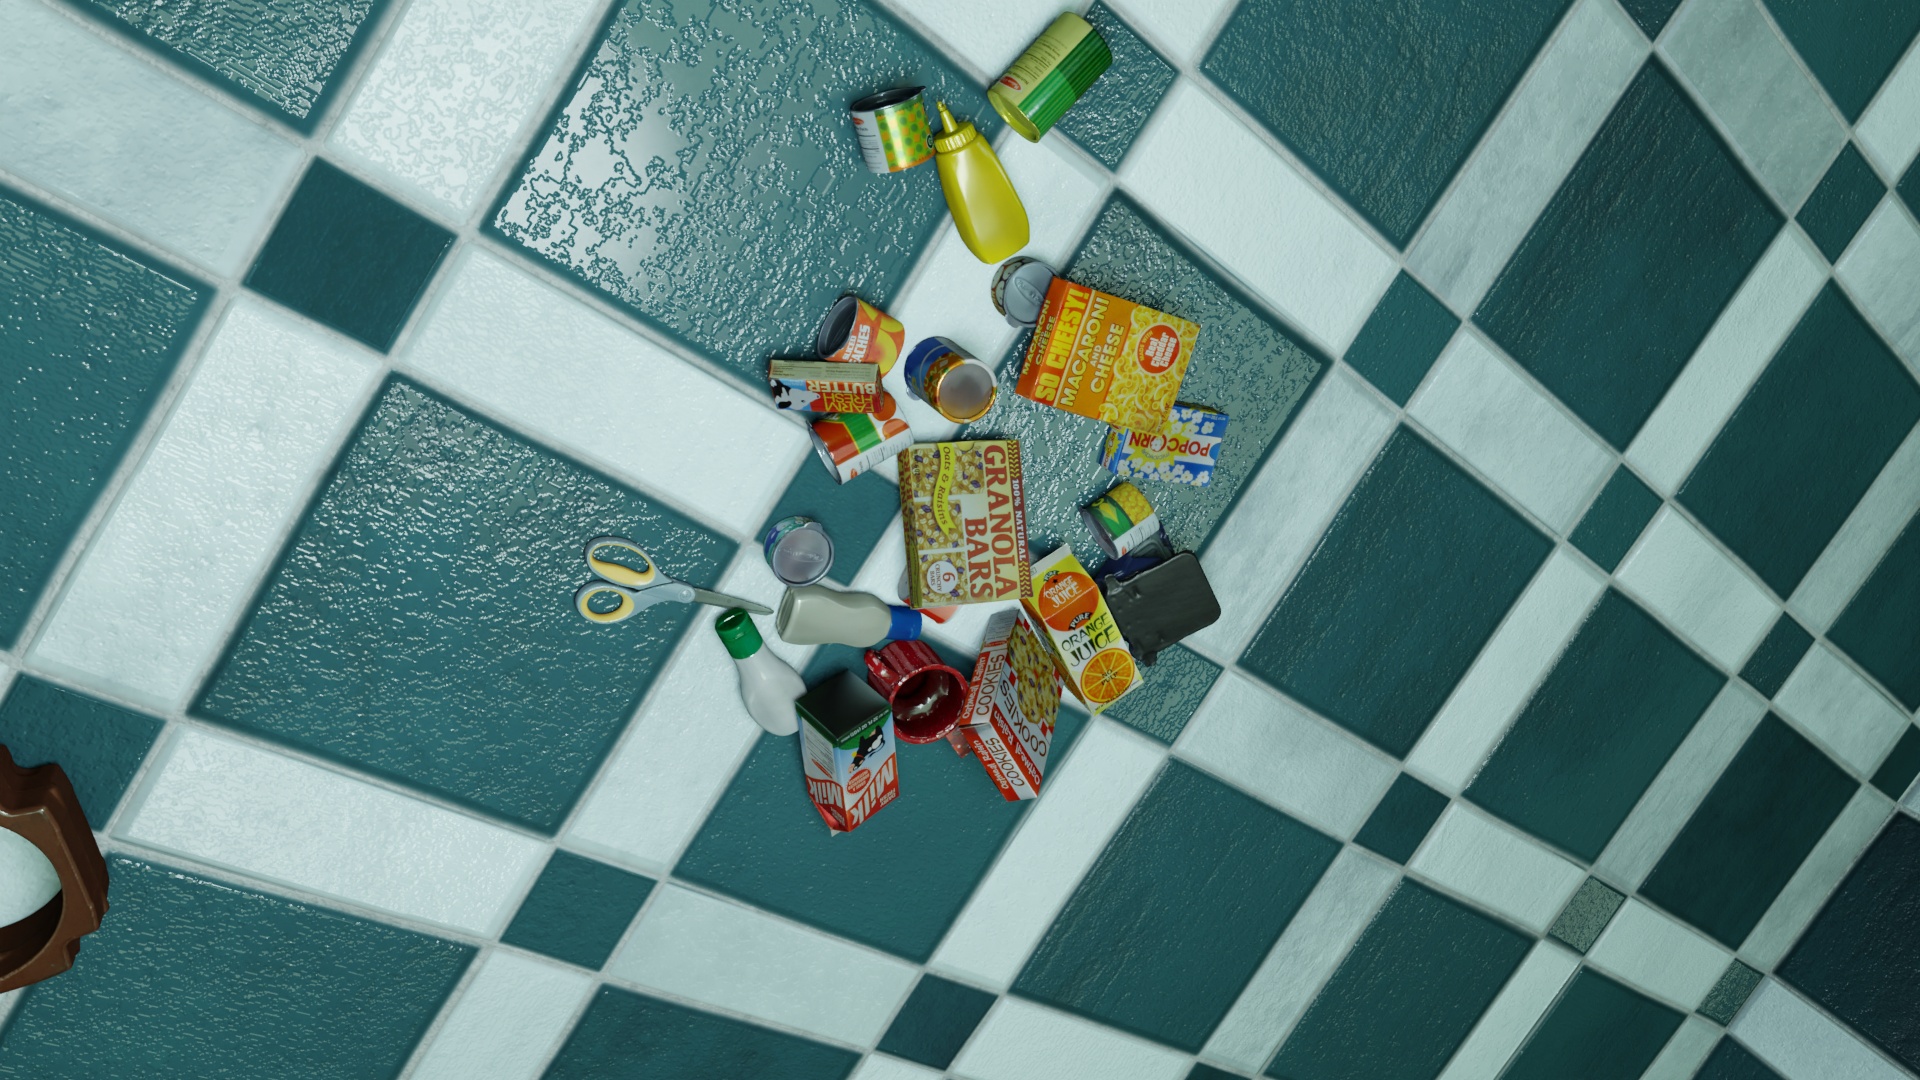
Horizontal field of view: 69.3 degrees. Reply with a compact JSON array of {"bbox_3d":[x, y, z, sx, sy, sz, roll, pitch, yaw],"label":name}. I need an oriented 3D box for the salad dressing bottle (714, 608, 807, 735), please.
[{"bbox_3d":[-0.202,0.133,1.408,0.064,0.044,0.147,-29,125,-9],"label":"salad dressing bottle"}]

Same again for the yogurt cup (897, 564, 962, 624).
[{"bbox_3d":[-0.029,0.047,1.447,0.054,0.072,0.072,26,99,-23],"label":"yogurt cup"}]

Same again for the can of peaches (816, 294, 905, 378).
[{"bbox_3d":[-0.093,-0.189,1.311,0.058,0.071,0.071,25,99,-32],"label":"can of peaches"}]

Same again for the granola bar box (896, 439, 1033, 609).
[{"bbox_3d":[0.005,-0.018,1.409,0.124,0.039,0.165,-4,87,-23],"label":"granola bar box"}]

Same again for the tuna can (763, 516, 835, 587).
[{"bbox_3d":[-0.161,0.009,1.386,0.071,0.033,0.070,-10,115,-21],"label":"tuna can"}]

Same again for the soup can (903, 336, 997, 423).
[{"bbox_3d":[-0.012,-0.154,1.356,0.071,0.084,0.071,-10,116,-21],"label":"soup can"}]

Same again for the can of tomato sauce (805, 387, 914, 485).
[{"bbox_3d":[-0.098,-0.104,1.349,0.083,0.071,0.071,-30,121,-11],"label":"can of tomato sauce"}]

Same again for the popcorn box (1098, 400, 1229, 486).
[{"bbox_3d":[0.221,-0.109,1.511,0.127,0.038,0.085,6,107,-27],"label":"popcorn box"}]

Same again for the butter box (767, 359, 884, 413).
[{"bbox_3d":[-0.125,-0.144,1.304,0.103,0.024,0.053,3,151,3],"label":"butter box"}]

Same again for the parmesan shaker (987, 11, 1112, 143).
[{"bbox_3d":[0.086,-0.429,1.291,0.103,0.071,0.071,-46,122,-1],"label":"parmesan shaker"}]

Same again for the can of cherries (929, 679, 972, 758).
[{"bbox_3d":[0.006,0.198,1.525,0.058,0.071,0.071,-36,122,-6],"label":"can of cherries"}]

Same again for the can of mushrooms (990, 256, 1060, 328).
[{"bbox_3d":[0.064,-0.246,1.382,0.071,0.033,0.070,-10,116,-22],"label":"can of mushrooms"}]

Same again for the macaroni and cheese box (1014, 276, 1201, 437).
[{"bbox_3d":[0.149,-0.183,1.402,0.166,0.040,0.123,12,102,-29],"label":"macaroni and cheese box"}]

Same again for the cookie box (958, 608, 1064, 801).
[{"bbox_3d":[0.056,0.176,1.491,0.040,0.168,0.122,-13,126,27],"label":"cookie box"}]

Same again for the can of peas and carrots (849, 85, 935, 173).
[{"bbox_3d":[-0.058,-0.371,1.252,0.071,0.071,0.058,-24,120,-14],"label":"can of peas and carrots"}]

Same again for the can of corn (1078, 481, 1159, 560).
[{"bbox_3d":[0.172,-0.024,1.510,0.058,0.071,0.071,-35,122,-9],"label":"can of corn"}]

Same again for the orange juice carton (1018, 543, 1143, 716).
[{"bbox_3d":[0.125,0.093,1.532,0.072,0.073,0.192,-33,121,-8],"label":"orange juice carton"}]

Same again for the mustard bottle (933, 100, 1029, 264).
[{"bbox_3d":[0.012,-0.341,1.308,0.065,0.049,0.159,-32,120,-10],"label":"mustard bottle"}]

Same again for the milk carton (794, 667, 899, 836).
[{"bbox_3d":[-0.116,0.234,1.457,0.072,0.073,0.189,-31,139,-30],"label":"milk carton"}]

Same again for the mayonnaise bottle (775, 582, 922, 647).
[{"bbox_3d":[-0.113,0.081,1.435,0.148,0.041,0.064,8,119,-29],"label":"mayonnaise bottle"}]
